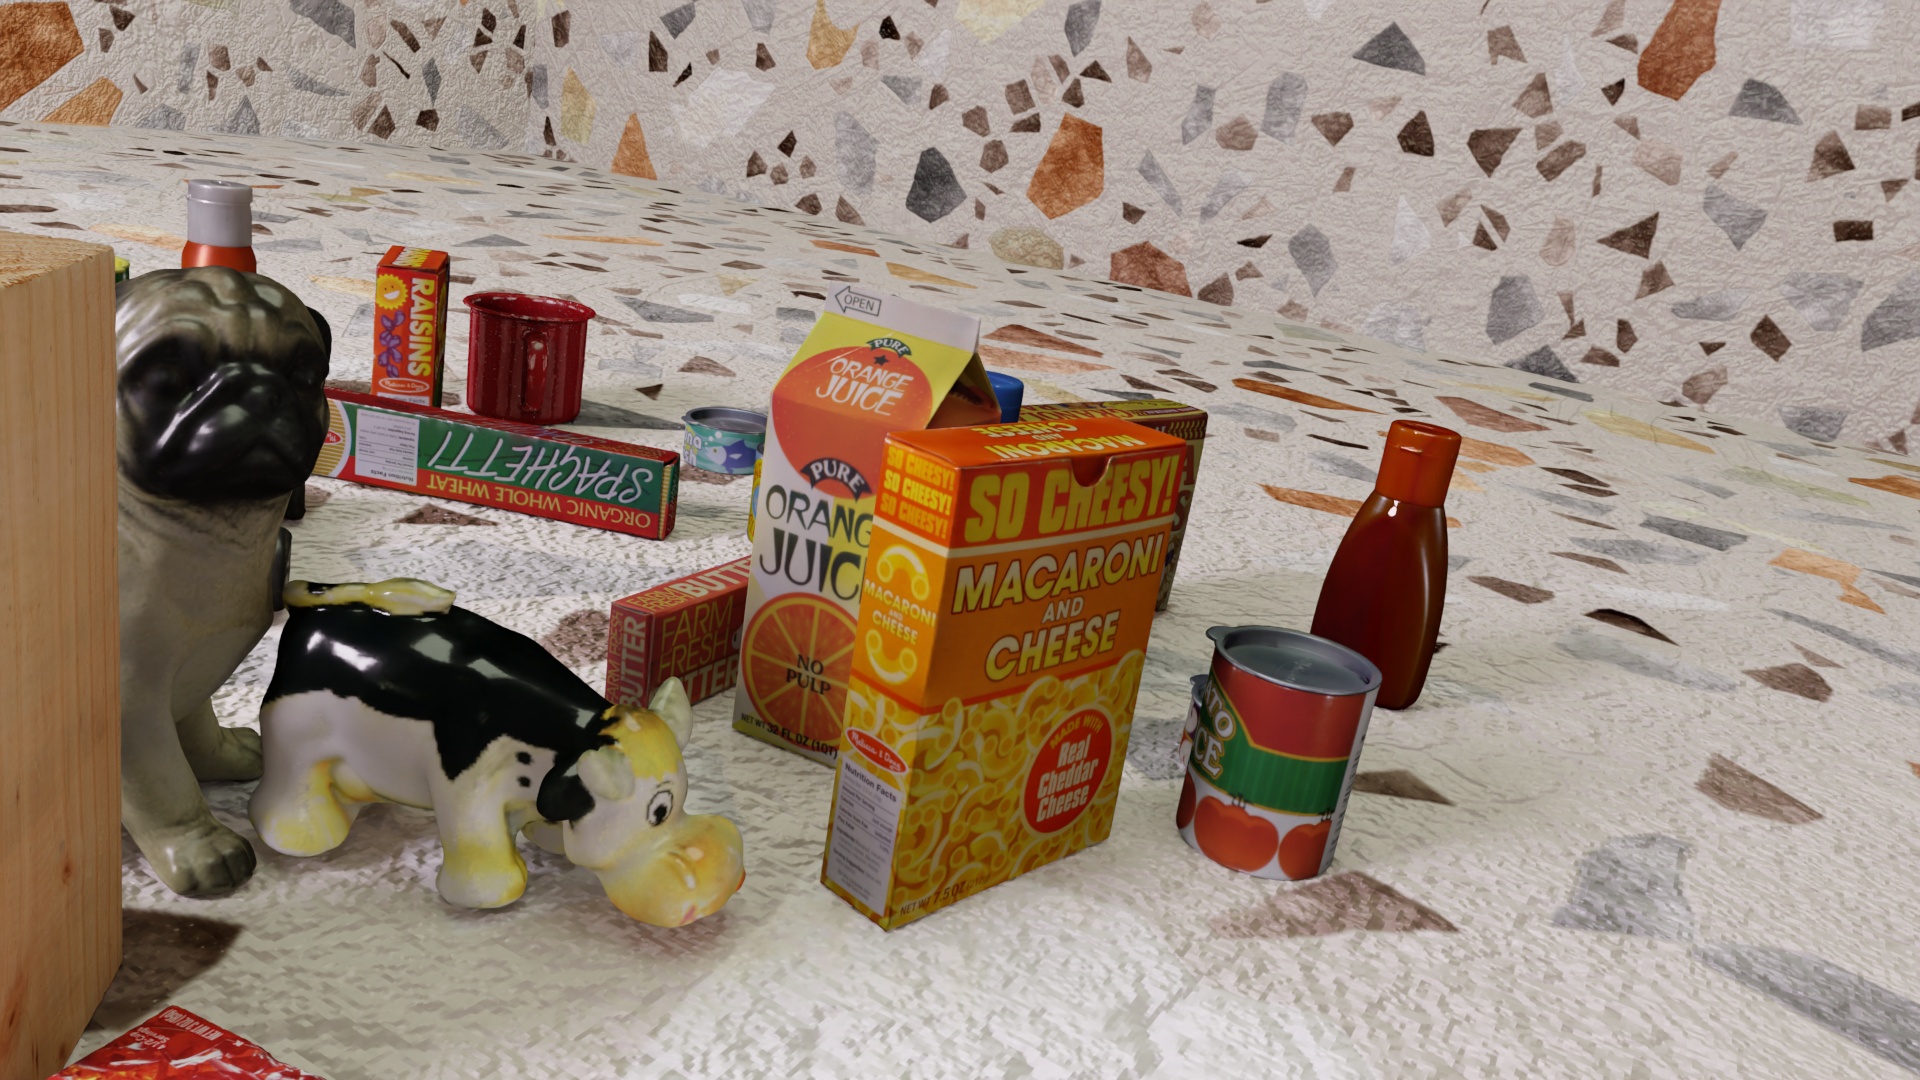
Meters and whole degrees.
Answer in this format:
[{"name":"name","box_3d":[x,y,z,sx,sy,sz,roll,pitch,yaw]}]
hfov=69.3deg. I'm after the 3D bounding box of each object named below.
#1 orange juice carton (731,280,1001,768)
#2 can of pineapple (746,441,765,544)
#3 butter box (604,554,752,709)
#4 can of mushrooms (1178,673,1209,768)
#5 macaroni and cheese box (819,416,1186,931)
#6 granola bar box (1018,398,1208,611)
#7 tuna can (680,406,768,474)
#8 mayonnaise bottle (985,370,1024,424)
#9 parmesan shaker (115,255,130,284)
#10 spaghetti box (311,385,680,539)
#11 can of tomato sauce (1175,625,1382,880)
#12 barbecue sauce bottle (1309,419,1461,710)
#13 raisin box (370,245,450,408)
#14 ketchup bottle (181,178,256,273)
[{"name":"orange juice carton","box_3d":[-0.037,-0.007,0.584,0.072,0.192,0.073,17,18,23]},{"name":"can of pineapple","box_3d":[-0.095,-0.025,0.836,0.071,0.057,0.071,9,17,-3]},{"name":"butter box","box_3d":[-0.115,0.042,0.623,0.024,0.053,0.104,18,19,25]},{"name":"can of mushrooms","box_3d":[0.133,0.089,0.635,0.071,0.033,0.071,9,17,-3]},{"name":"macaroni and cheese box","box_3d":[0.018,0.043,0.500,0.040,0.165,0.124,24,22,40]},{"name":"granola bar box","box_3d":[0.064,-0.013,0.770,0.166,0.123,0.039,-8,24,-44]},{"name":"tuna can","box_3d":[-0.165,-0.071,0.986,0.071,0.032,0.071,9,17,-3]},{"name":"mayonnaise bottle","box_3d":[0.002,-0.009,0.684,0.065,0.147,0.041,22,21,35]},{"name":"parmesan shaker","box_3d":[-0.527,-0.115,0.821,0.071,0.102,0.071,9,17,-3]},{"name":"spaghetti box","box_3d":[-0.288,-0.048,0.821,0.250,0.050,0.029,11,17,4]},{"name":"can of tomato sauce","box_3d":[0.126,0.084,0.563,0.071,0.082,0.071,9,17,-3]},{"name":"barbecue sauce bottle","box_3d":[0.229,0.012,0.737,0.065,0.148,0.044,20,20,32]},{"name":"raisin box","box_3d":[-0.356,-0.123,0.899,0.040,0.123,0.086,4,18,-16]},{"name":"ketchup bottle","box_3d":[-0.479,-0.156,0.897,0.043,0.148,0.065,-3,21,-35]}]
